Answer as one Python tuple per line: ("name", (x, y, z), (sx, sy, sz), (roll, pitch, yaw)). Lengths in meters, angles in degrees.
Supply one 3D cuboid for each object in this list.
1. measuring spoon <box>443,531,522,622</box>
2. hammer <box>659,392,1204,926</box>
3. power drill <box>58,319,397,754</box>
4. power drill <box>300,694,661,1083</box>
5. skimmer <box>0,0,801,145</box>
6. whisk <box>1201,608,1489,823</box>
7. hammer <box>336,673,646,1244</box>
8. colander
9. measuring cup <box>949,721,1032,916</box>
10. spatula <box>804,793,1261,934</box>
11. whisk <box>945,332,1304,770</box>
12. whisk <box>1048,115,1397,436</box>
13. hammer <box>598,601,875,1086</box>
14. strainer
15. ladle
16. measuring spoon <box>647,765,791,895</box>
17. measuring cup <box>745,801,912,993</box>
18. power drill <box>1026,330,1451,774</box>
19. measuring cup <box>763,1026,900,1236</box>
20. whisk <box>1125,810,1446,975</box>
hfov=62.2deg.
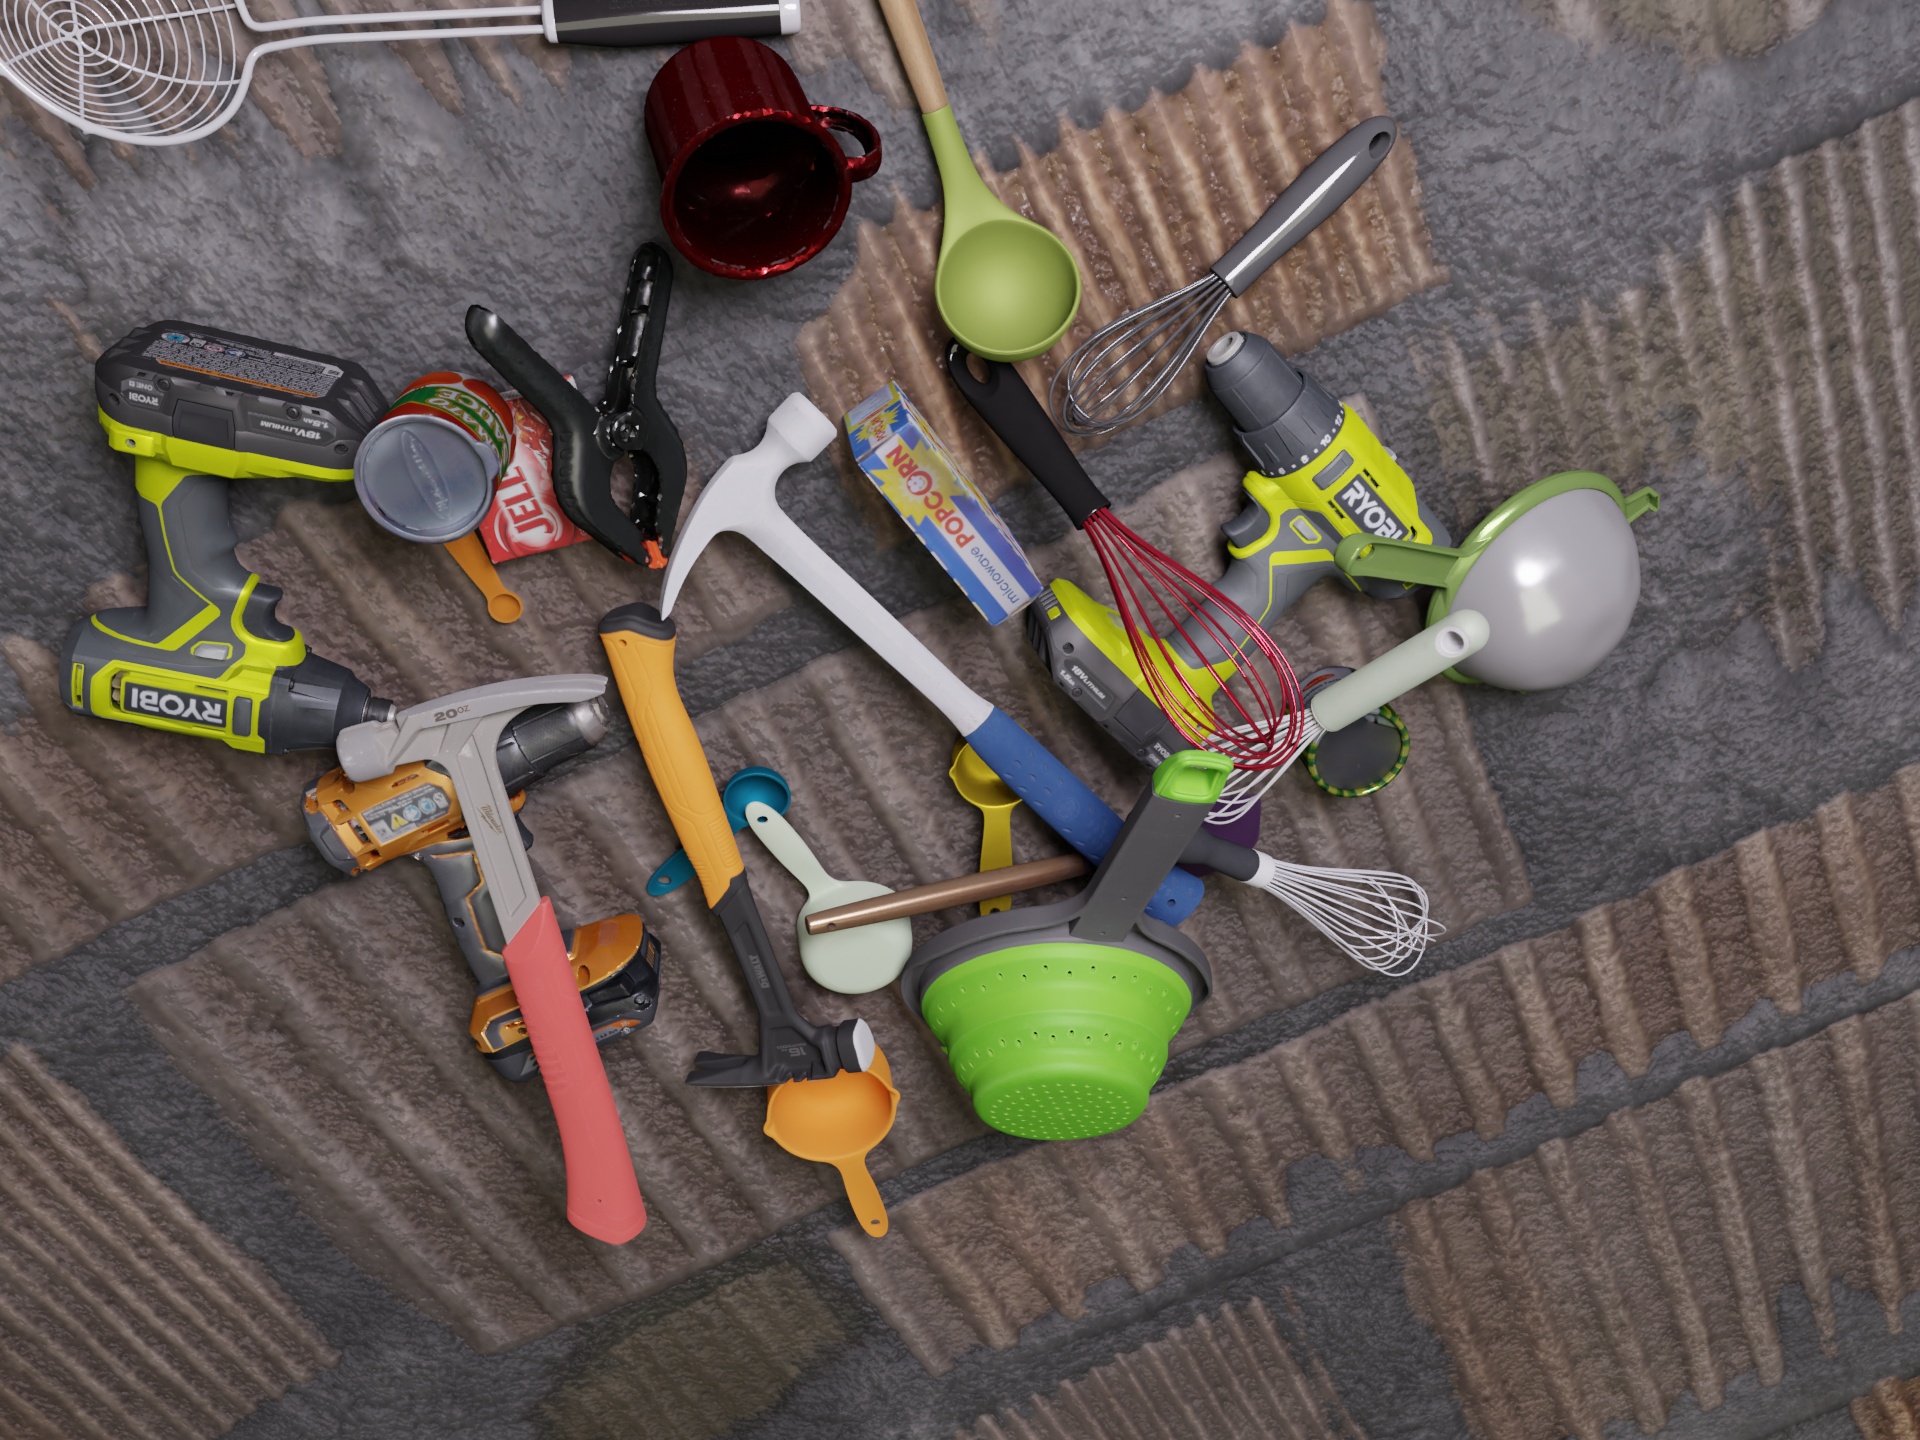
("measuring spoon", (-0.284, -0.106, 0.902), (0.021, 0.011, 0.116), (-26, 115, 5))
("hammer", (-0.002, -0.003, 0.949), (0.144, 0.035, 0.405), (-45, 112, 5))
("power drill", (-0.385, -0.087, 0.860), (0.171, 0.080, 0.223), (11, 120, -13))
("power drill", (-0.262, 0.093, 0.974), (0.185, 0.084, 0.226), (-25, 114, 3))
("skimmer", (-0.255, -0.335, 0.735), (0.363, 0.090, 0.127), (-6, 87, -8))
("whisk", (0.213, -0.001, 0.949), (0.246, 0.059, 0.058), (-36, 88, 42))
("hammer", (-0.237, 0.151, 0.938), (0.149, 0.037, 0.359), (-13, 110, -3))
("colander", (0.081, 0.160, 0.956), (0.204, 0.095, 0.396), (8, 143, -11))
("measuring cup", (0.021, 0.067, 1.029), (0.062, 0.029, 0.156), (-3, 121, -7))
("spatula", (0.054, 0.099, 1.023), (0.316, 0.018, 0.059), (-10, 119, -18))
("whisk", (0.083, -0.095, 0.862), (0.073, 0.073, 0.296), (-38, 82, 12))
("whisk", (0.143, -0.243, 0.872), (0.239, 0.055, 0.055), (-42, 116, 9))
("hammer", (-0.159, 0.086, 0.985), (0.127, 0.034, 0.336), (-10, 114, 15))
("strainer", (0.316, -0.071, 0.918), (0.256, 0.069, 0.151), (3, 125, -39))
("ladle", (-0.019, -0.331, 0.793), (0.078, 0.062, 0.320), (-26, 116, -6))
("measuring spoon", (-0.157, 0.069, 1.012), (0.042, 0.021, 0.128), (35, 117, -29))
("measuring cup", (-0.090, 0.116, 1.020), (0.083, 0.038, 0.167), (-27, 126, 10))
("power drill", (0.150, -0.096, 0.932), (0.228, 0.080, 0.190), (-43, 117, 11))
("measuring cup", (-0.081, 0.289, 1.119), (0.095, 0.052, 0.173), (-15, 121, 0))
("whisk", (0.213, 0.103, 1.031), (0.284, 0.070, 0.070), (23, 113, -32))
